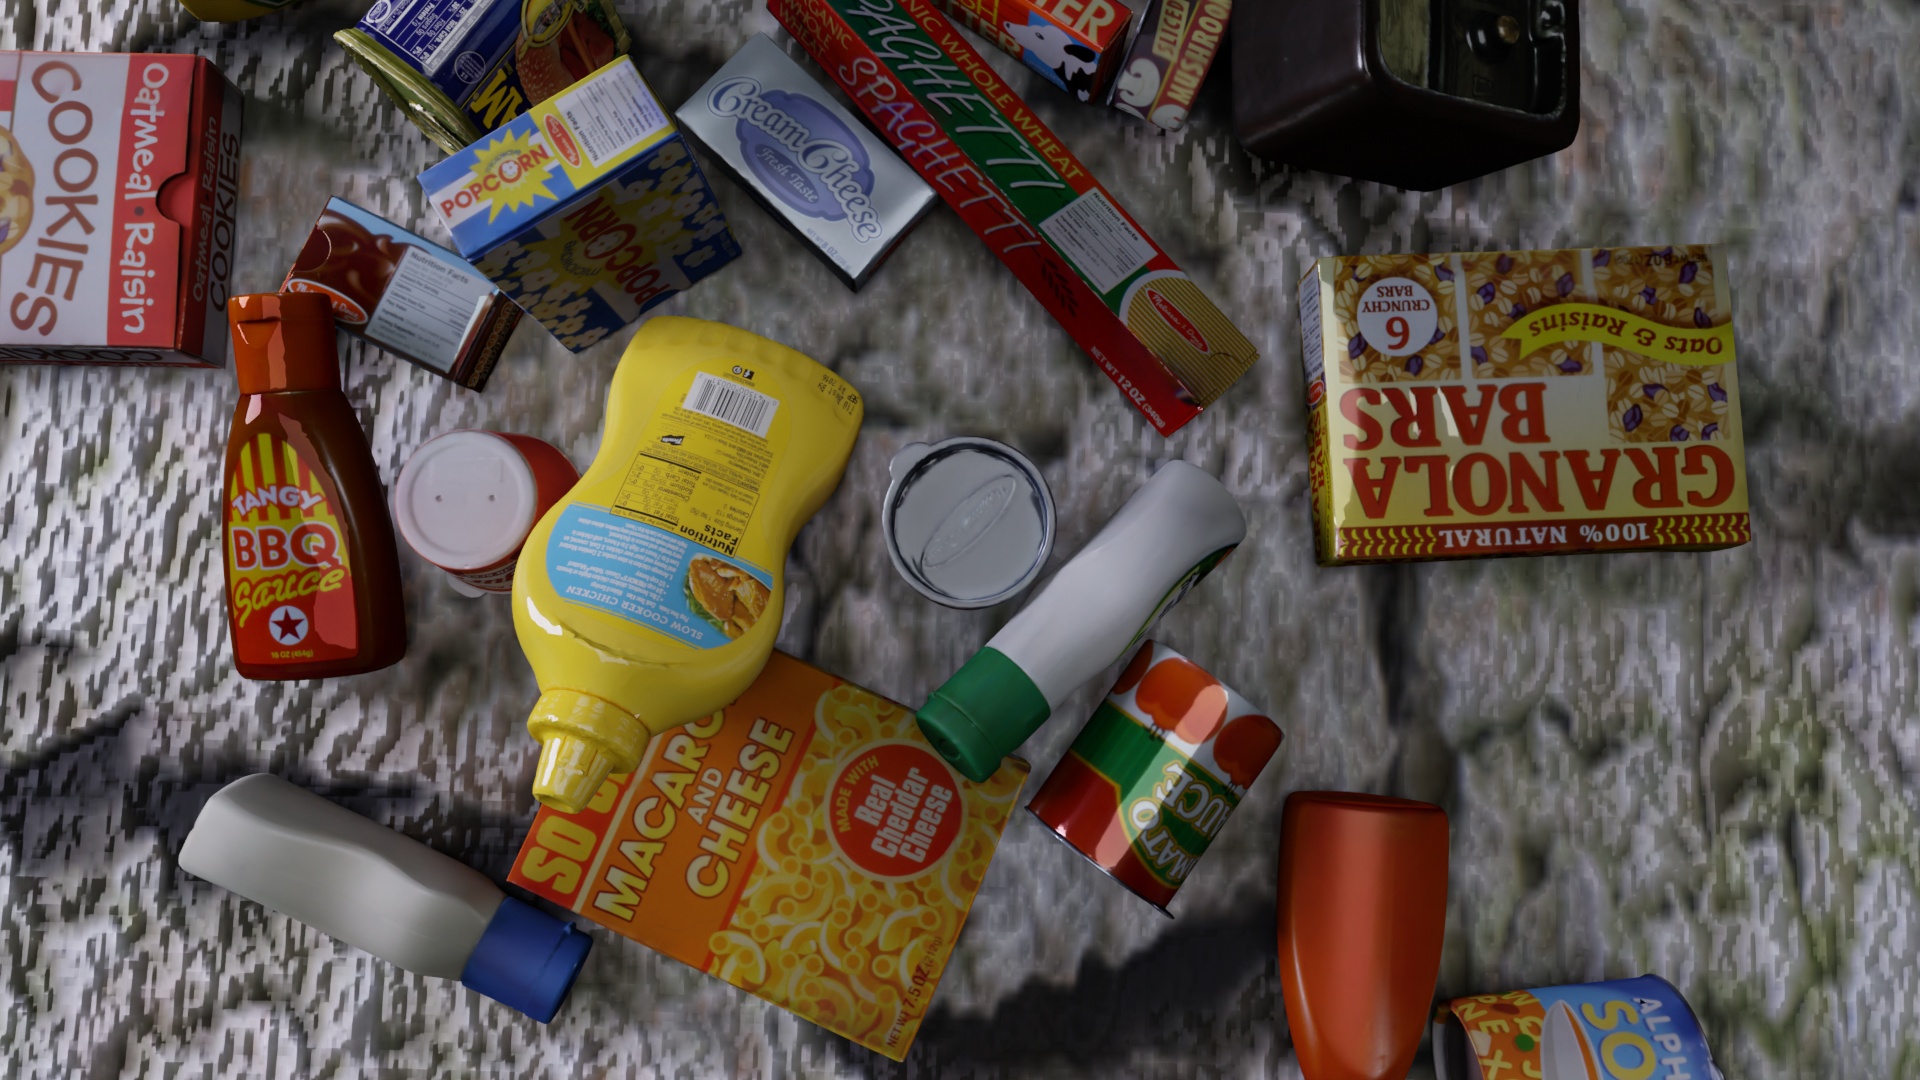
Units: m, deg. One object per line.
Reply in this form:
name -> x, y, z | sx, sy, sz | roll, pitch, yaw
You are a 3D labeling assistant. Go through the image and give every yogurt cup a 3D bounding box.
yogurt cup -> -0.188, -0.014, 0.553 | 0.072, 0.054, 0.072 | 0, 85, -1

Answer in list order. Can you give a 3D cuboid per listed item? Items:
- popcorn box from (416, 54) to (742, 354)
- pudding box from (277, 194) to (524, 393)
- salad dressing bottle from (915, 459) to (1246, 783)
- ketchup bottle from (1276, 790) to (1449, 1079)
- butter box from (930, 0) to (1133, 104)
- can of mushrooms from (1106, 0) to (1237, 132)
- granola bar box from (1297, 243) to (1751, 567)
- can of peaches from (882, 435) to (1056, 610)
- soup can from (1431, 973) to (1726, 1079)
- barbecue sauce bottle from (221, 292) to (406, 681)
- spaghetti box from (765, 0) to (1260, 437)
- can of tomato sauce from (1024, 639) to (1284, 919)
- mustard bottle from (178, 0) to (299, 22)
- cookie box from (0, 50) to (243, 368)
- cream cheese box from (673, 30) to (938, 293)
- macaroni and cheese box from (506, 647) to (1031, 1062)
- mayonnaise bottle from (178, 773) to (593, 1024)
popcorn box -> -0.138, -0.122, 0.527 | 0.085, 0.126, 0.038 | -33, 84, -3
pudding box -> -0.228, -0.101, 0.572 | 0.084, 0.030, 0.049 | 25, 87, 2
salad dressing bottle -> 0.047, 0.030, 0.536 | 0.148, 0.064, 0.044 | -42, 86, -18
ketchup bottle -> 0.155, 0.175, 0.545 | 0.065, 0.043, 0.149 | 4, 85, 1
butter box -> 0.020, -0.226, 0.574 | 0.103, 0.053, 0.024 | 34, 84, 2
can of mushrooms -> 0.087, -0.203, 0.564 | 0.033, 0.071, 0.071 | 24, 86, 0
granola bar box -> 0.227, -0.054, 0.568 | 0.166, 0.039, 0.124 | -2, 84, -1
can of peaches -> 0.002, -0.007, 0.552 | 0.071, 0.058, 0.071 | 0, 85, 0
soup can -> 0.233, 0.204, 0.529 | 0.084, 0.071, 0.071 | -6, 85, -1
barbecue sauce bottle -> -0.258, -0.021, 0.545 | 0.065, 0.044, 0.148 | -3, 96, 6
spaghetti box -> 0.020, -0.150, 0.569 | 0.250, 0.028, 0.050 | 48, 53, 3
can of tomato sauce -> 0.077, 0.091, 0.539 | 0.071, 0.071, 0.083 | 36, 86, 2
mustard bottle -> -0.252, -0.268, 0.571 | 0.160, 0.065, 0.049 | -25, 82, -6
cookie box -> -0.389, -0.135, 0.568 | 0.167, 0.040, 0.123 | 1, 85, -1
cream cheese box -> -0.064, -0.159, 0.582 | 0.104, 0.024, 0.053 | 42, 85, 3
macaroni and cheese box -> -0.073, 0.111, 0.550 | 0.166, 0.040, 0.124 | 24, 84, 1
mayonnaise bottle -> -0.217, 0.139, 0.537 | 0.148, 0.064, 0.041 | 26, 85, -2
